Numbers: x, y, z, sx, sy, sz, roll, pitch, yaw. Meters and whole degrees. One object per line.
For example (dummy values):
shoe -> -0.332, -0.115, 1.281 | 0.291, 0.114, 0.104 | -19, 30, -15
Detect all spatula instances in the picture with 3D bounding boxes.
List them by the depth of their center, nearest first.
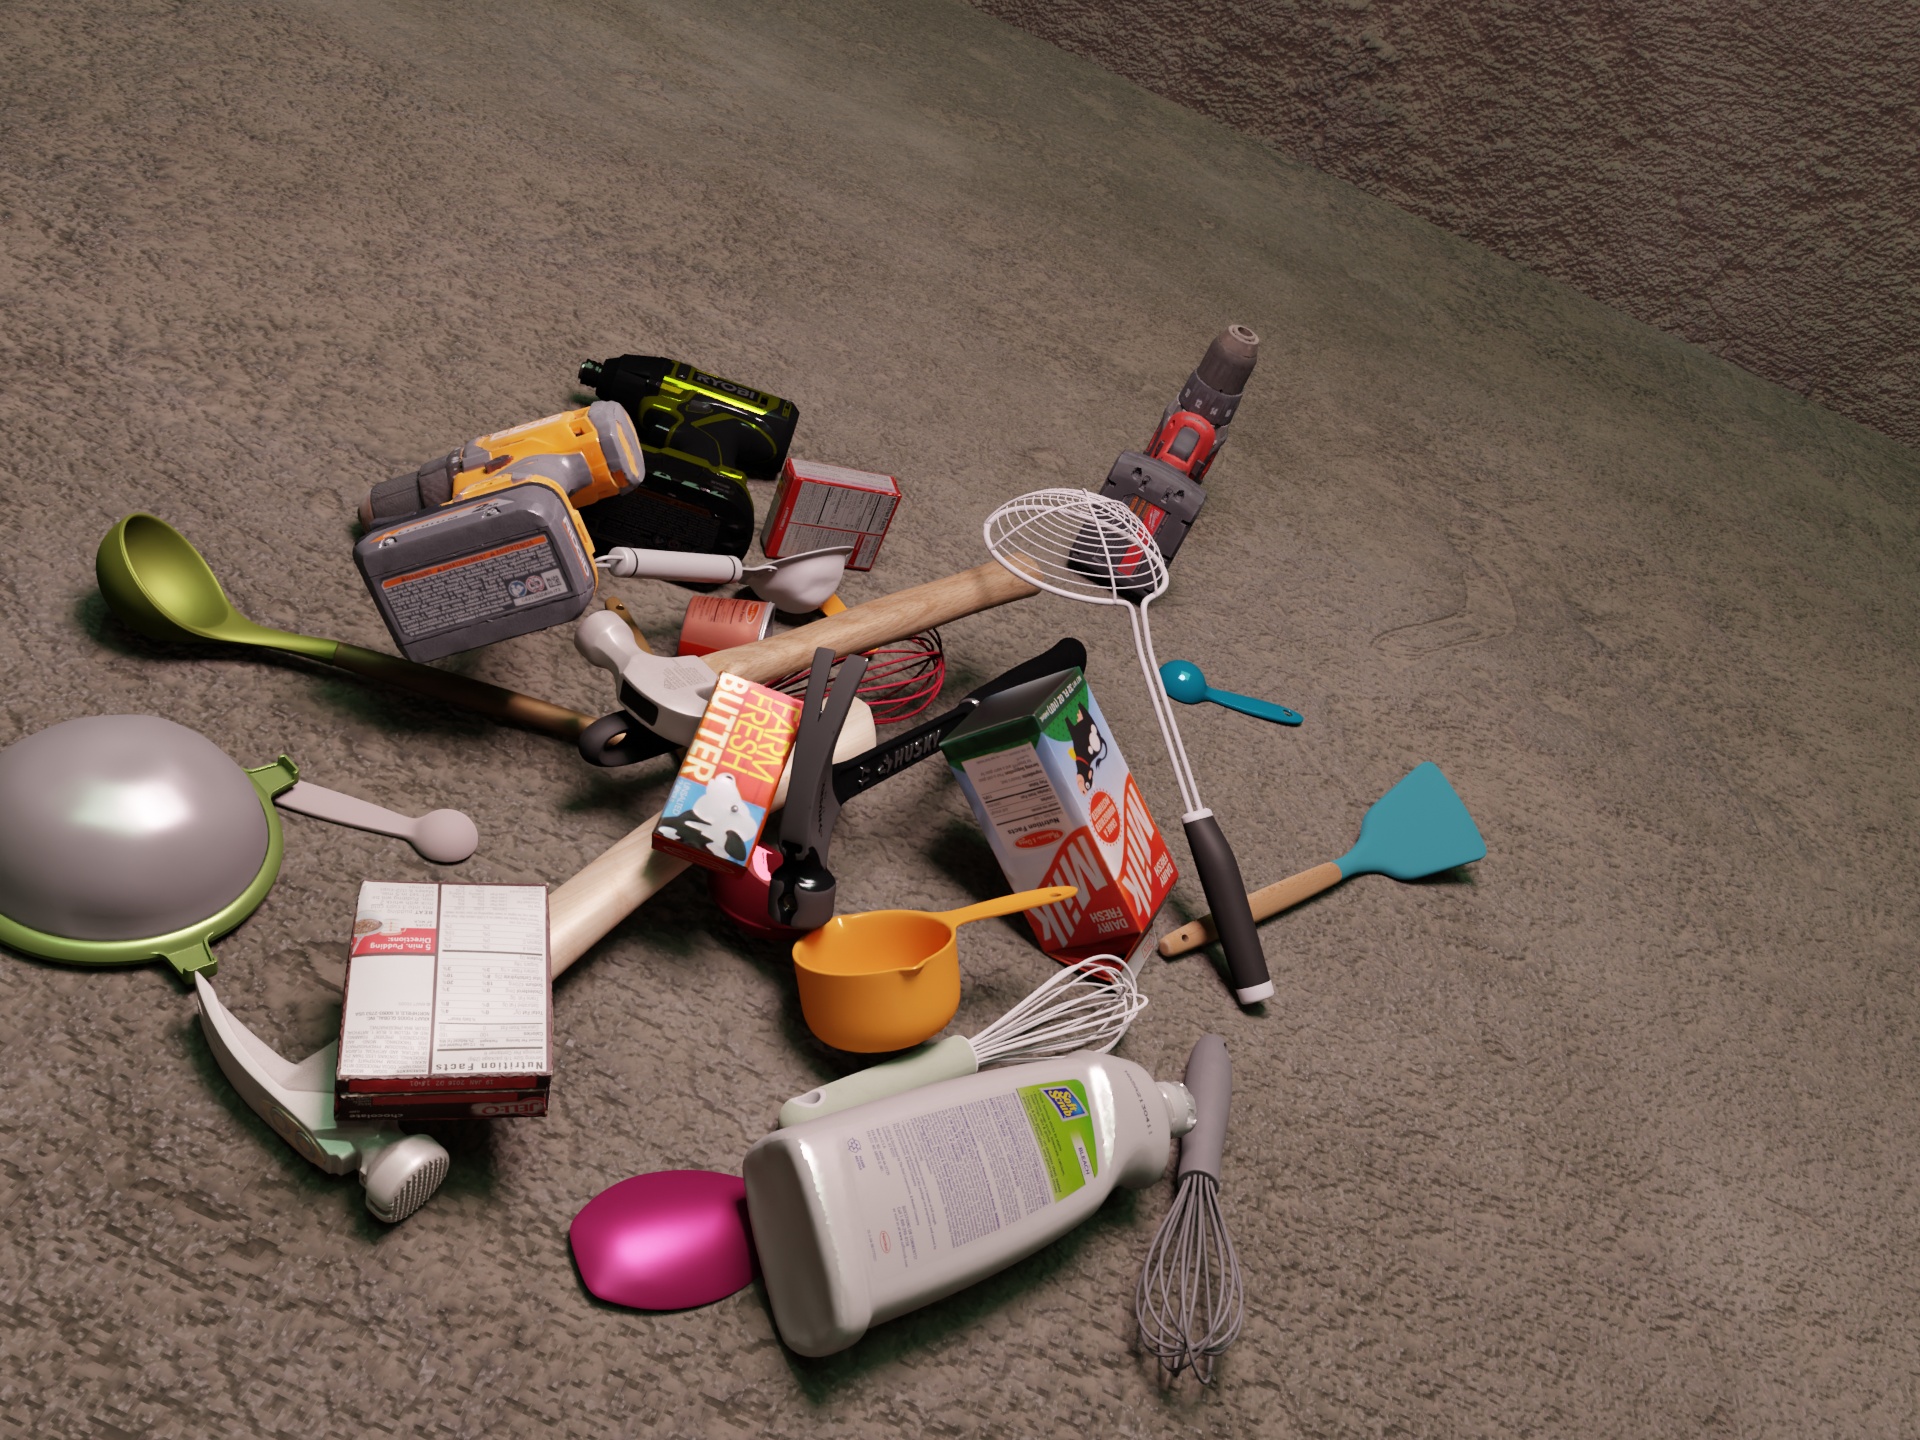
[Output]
spatula -> 0.249, 0.106, 1.099 | 0.317, 0.044, 0.082 | -16, 72, -41

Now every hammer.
hammer -> -0.189, 0.081, 0.841 | 0.146, 0.038, 0.411 | 35, 43, 15
hammer -> -0.065, -0.054, 0.992 | 0.331, 0.031, 0.130 | -22, 54, -42
hammer -> -0.002, -0.003, 1.007 | 0.036, 0.149, 0.409 | 15, 18, 21

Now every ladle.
ladle -> -0.334, -0.042, 0.928 | 0.320, 0.062, 0.078 | 18, 22, -15
ladle -> -0.163, 0.023, 0.973 | 0.069, 0.031, 0.316 | -4, 43, -34

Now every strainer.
strainer -> -0.455, 0.027, 0.754 | 0.256, 0.069, 0.152 | 15, 38, -14
strainer -> -0.152, -0.099, 1.073 | 0.258, 0.087, 0.050 | -3, 78, -56

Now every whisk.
whisk -> 0.129, 0.249, 0.849 | 0.055, 0.055, 0.239 | 24, 31, -1
whisk -> 0.008, 0.181, 0.864 | 0.246, 0.059, 0.058 | -13, 14, -36
whisk -> -0.113, -0.016, 0.994 | 0.296, 0.073, 0.073 | -18, 53, -46

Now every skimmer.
skimmer -> 0.117, 0.011, 1.042 | 0.127, 0.090, 0.363 | -12, 81, -38

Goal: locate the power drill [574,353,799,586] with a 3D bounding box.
power drill -> -0.217, -0.200, 1.184 | 0.171, 0.080, 0.223 | 17, 33, -10

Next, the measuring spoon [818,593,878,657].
measuring spoon -> -0.096, -0.081, 1.161 | 0.021, 0.011, 0.117 | -20, 51, -32

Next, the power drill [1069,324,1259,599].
power drill -> 0.185, -0.226, 1.363 | 0.080, 0.187, 0.227 | 29, 40, 3

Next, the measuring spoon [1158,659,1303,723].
measuring spoon -> 0.217, -0.023, 1.261 | 0.128, 0.021, 0.042 | 15, 37, -12

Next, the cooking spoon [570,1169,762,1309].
cooking spoon -> -0.039, 0.228, 0.794 | 0.318, 0.017, 0.069 | -4, 47, -35

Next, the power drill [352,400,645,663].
power drill -> -0.294, -0.118, 0.958 | 0.185, 0.084, 0.226 | -15, 28, 4

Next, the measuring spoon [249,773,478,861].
measuring spoon -> -0.321, 0.046, 0.855 | 0.124, 0.018, 0.034 | 17, 37, -9

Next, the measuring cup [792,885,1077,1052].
measuring cup -> -0.007, 0.133, 0.870 | 0.173, 0.052, 0.095 | -12, 15, -28
